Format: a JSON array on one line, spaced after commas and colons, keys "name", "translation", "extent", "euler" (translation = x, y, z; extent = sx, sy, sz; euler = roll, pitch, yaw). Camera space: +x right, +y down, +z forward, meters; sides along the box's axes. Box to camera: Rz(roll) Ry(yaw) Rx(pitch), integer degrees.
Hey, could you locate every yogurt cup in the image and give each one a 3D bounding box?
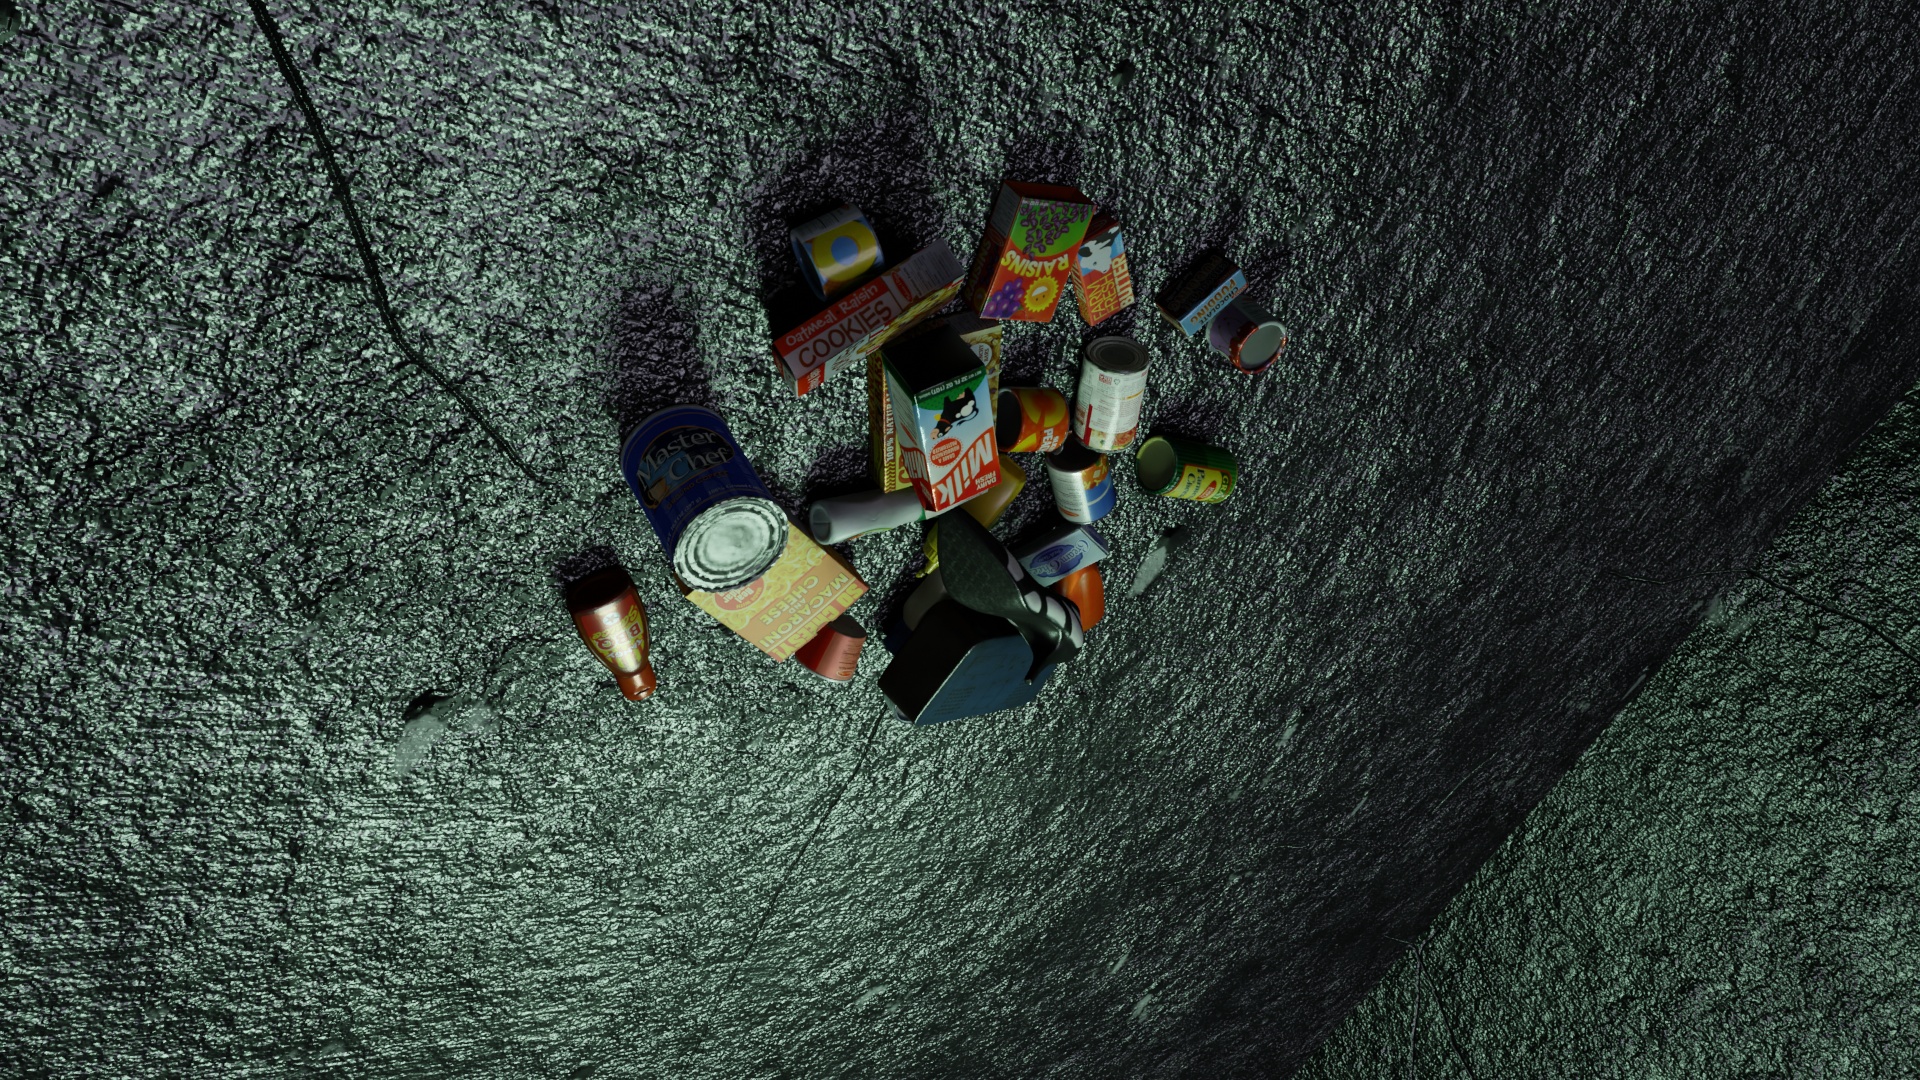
[{"name": "yogurt cup", "translation": [-0.134, 0.110, 1.464], "extent": [0.072, 0.072, 0.053], "euler": [12, 111, -43]}]

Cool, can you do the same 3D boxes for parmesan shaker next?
[{"name": "parmesan shaker", "translation": [0.253, -0.078, 1.572], "extent": [0.103, 0.071, 0.071], "euler": [6, 124, -39]}]

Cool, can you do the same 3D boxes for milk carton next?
[{"name": "milk carton", "translation": [-0.014, -0.097, 1.285], "extent": [0.072, 0.074, 0.189], "euler": [-24, 139, -14]}]

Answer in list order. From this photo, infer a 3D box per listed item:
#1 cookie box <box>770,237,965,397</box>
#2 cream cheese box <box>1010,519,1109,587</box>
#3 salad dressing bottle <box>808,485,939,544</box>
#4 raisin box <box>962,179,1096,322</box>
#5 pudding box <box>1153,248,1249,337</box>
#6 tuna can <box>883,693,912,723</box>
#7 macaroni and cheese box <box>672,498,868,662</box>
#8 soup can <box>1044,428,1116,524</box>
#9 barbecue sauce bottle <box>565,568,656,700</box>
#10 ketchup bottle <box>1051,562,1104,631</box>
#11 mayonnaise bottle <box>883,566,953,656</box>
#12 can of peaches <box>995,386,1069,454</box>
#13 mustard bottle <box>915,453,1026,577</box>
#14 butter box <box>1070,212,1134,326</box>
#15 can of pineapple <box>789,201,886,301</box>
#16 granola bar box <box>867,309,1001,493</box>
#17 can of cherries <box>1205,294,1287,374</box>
[{"name": "cookie box", "translation": [-0.081, -0.188, 1.187], "extent": [0.168, 0.040, 0.123], "euler": [-33, -178, -6]}, {"name": "cream cheese box", "translation": [0.107, 0.015, 1.541], "extent": [0.103, 0.024, 0.053], "euler": [-28, 126, 29]}, {"name": "salad dressing bottle", "translation": [-0.078, -0.030, 1.380], "extent": [0.148, 0.064, 0.044], "euler": [-13, 96, -37]}, {"name": "raisin box", "translation": [0.063, -0.264, 1.275], "extent": [0.086, 0.040, 0.122], "euler": [-4, 130, -35]}, {"name": "pudding box", "translation": [0.245, -0.252, 1.414], "extent": [0.083, 0.050, 0.030], "euler": [-40, 139, 3]}, {"name": "tuna can", "translation": [-0.052, 0.177, 1.611], "extent": [0.071, 0.033, 0.070], "euler": [-20, 137, -20]}, {"name": "macaroni and cheese box", "translation": [-0.185, 0.042, 1.379], "extent": [0.123, 0.040, 0.166], "euler": [-40, 140, 4]}, {"name": "soup can", "translation": [0.130, -0.071, 1.488], "extent": [0.071, 0.071, 0.083], "euler": [-30, 139, -10]}, {"name": "barbecue sauce bottle", "translation": [-0.325, 0.094, 1.322], "extent": [0.065, 0.044, 0.147], "euler": [-25, 139, -16]}, {"name": "ketchup bottle", "translation": [0.135, 0.044, 1.616], "extent": [0.065, 0.044, 0.148], "euler": [-29, 140, -19]}, {"name": "mayonnaise bottle", "translation": [-0.027, 0.067, 1.520], "extent": [0.147, 0.041, 0.065], "euler": [-50, 143, 16]}, {"name": "can of peaches", "translation": [0.068, -0.119, 1.391], "extent": [0.058, 0.071, 0.071], "euler": [-2, 129, -34]}, {"name": "mustard bottle", "translation": [0.005, -0.018, 1.447], "extent": [0.159, 0.049, 0.065], "euler": [-51, 180, 21]}, {"name": "butter box", "translation": [0.134, -0.260, 1.343], "extent": [0.053, 0.024, 0.103], "euler": [-31, 140, -9]}, {"name": "can of pineapple", "translation": [-0.101, -0.238, 1.155], "extent": [0.058, 0.071, 0.070], "euler": [-27, 139, -11]}, {"name": "granola bar box", "translation": [-0.026, -0.134, 1.331], "extent": [0.124, 0.039, 0.164], "euler": [-18, 136, -21]}, {"name": "can of cherries", "translation": [0.304, -0.217, 1.483], "extent": [0.072, 0.058, 0.071], "euler": [-20, 137, -20]}]
